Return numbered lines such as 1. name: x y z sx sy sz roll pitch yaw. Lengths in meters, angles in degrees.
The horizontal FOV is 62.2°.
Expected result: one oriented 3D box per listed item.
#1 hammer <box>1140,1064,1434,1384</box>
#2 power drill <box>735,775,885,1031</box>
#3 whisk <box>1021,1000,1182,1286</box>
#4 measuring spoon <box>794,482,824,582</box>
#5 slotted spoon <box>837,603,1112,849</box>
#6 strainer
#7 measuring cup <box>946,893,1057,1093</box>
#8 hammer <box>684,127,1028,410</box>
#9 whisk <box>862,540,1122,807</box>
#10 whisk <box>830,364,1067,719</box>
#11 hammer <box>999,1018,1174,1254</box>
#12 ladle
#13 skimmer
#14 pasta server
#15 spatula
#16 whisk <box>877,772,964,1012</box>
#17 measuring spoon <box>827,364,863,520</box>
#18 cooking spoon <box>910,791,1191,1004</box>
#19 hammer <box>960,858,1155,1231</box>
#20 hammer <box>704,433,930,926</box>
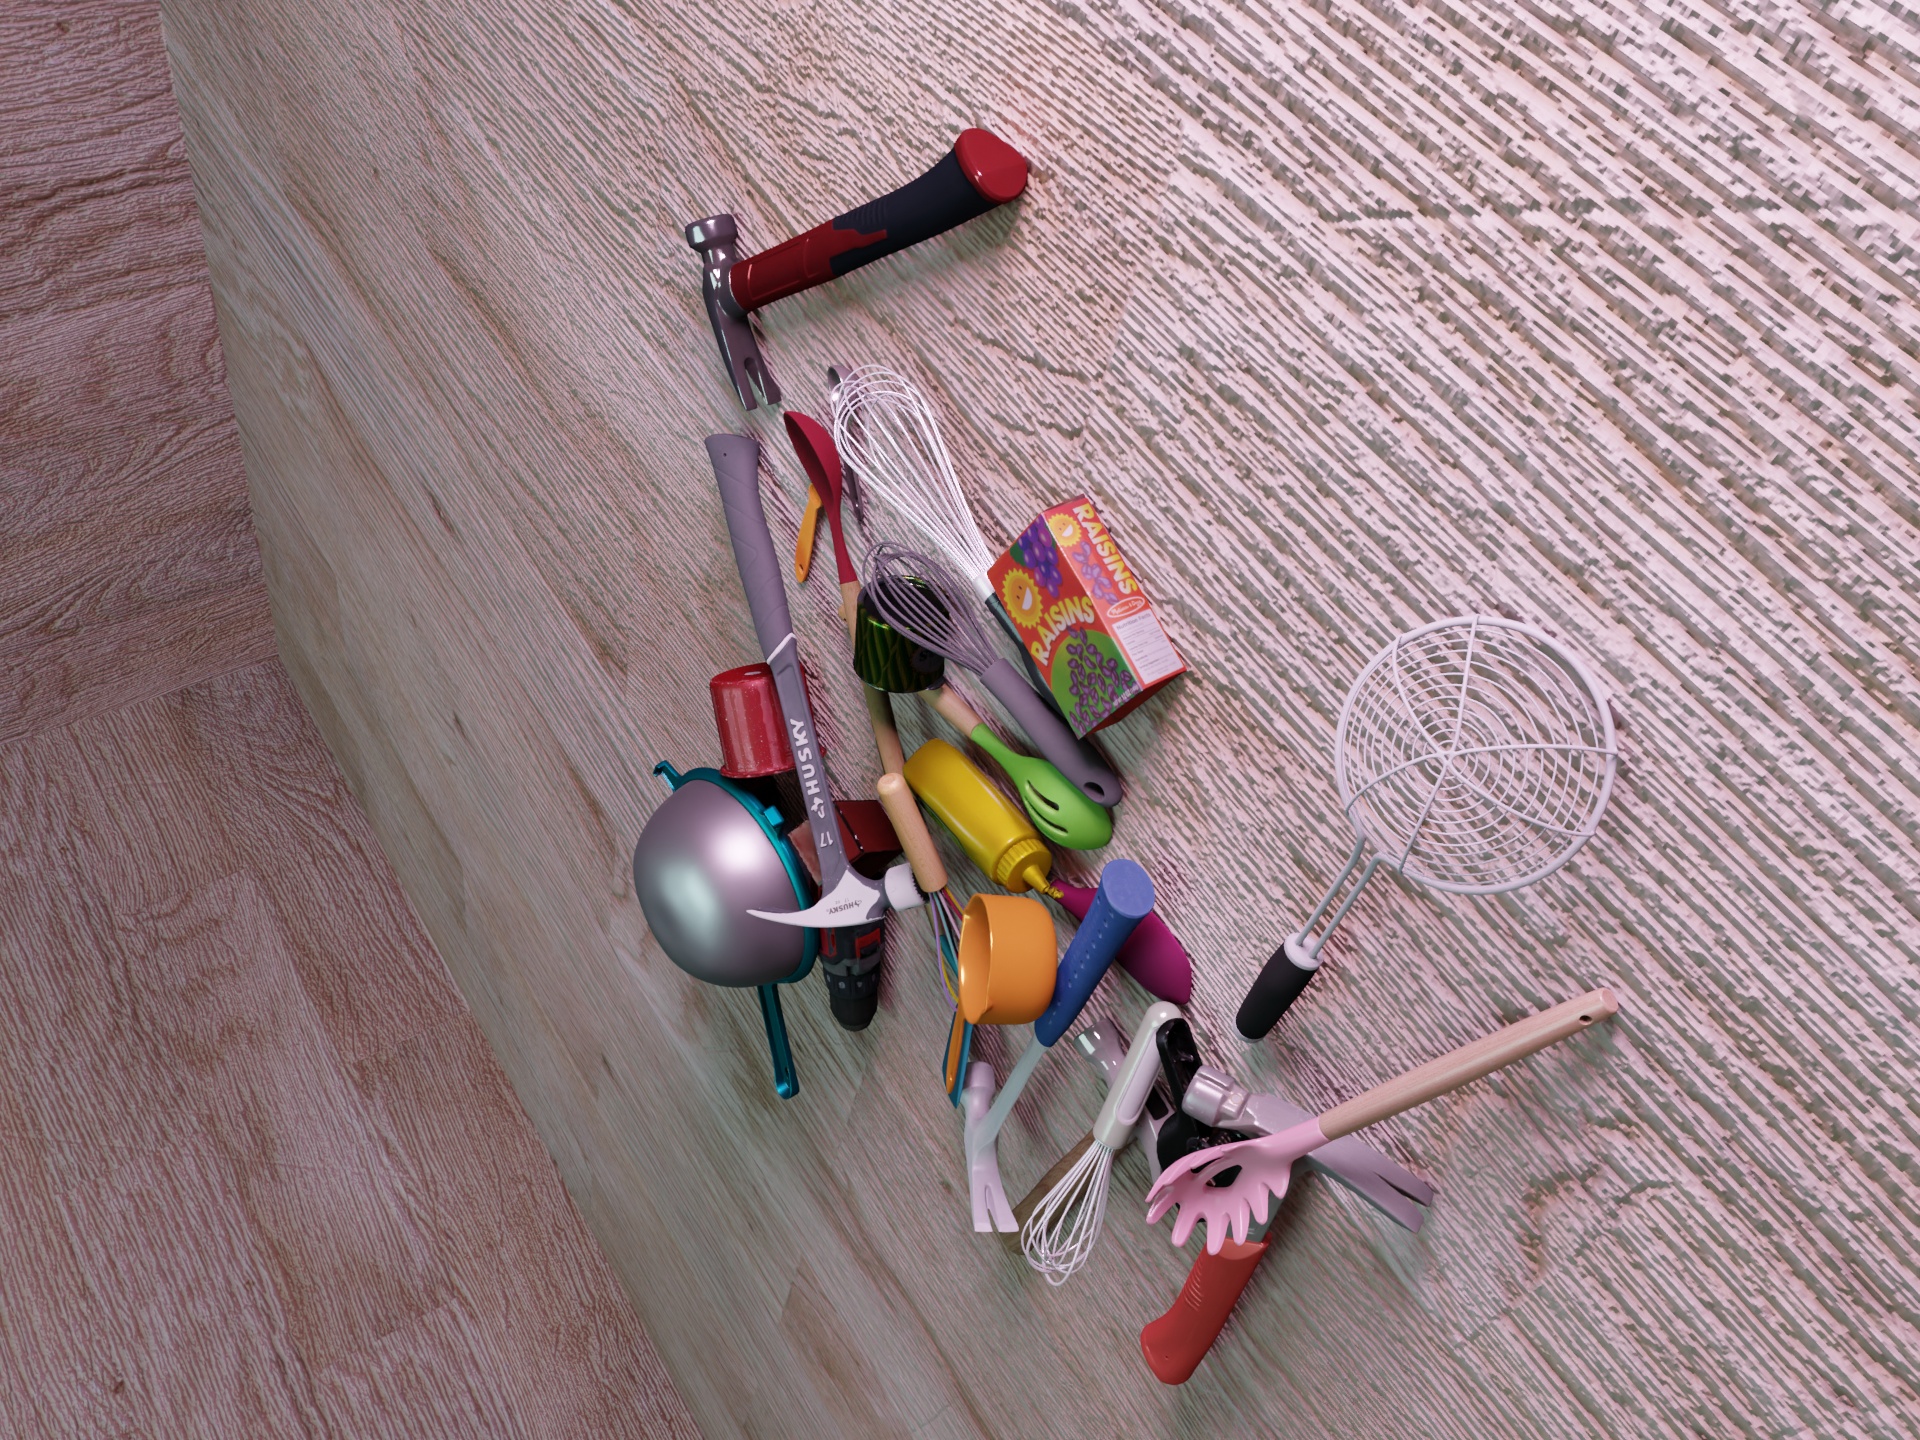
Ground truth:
1. hammer: 0.184 0.359 1.043 0.149 0.037 0.358 28 140 17
2. power drill: -0.148 0.163 1.446 0.227 0.080 0.187 33 136 40
3. whisk: 0.099 0.292 1.092 0.059 0.057 0.246 -111 36 -59
4. measuring spoon: -0.117 -0.147 1.253 0.021 0.011 0.116 60 154 24
5. slotted spoon: -0.002 -0.004 1.142 0.314 0.031 0.070 43 150 39
6. strainer: -0.214 0.212 1.417 0.211 0.095 0.340 17 124 47
7. measuring cup: 0.026 0.196 1.098 0.095 0.052 0.173 -104 21 -54
8. hammer: -0.074 -0.298 1.049 0.386 0.038 0.143 5 115 57
9. whisk: 0.020 -0.030 1.048 0.239 0.055 0.055 47 146 13
10. whisk: 0.002 -0.113 1.038 0.285 0.070 0.070 56 149 11
11. hammer: 0.090 0.352 1.229 0.130 0.031 0.331 55 149 22
12. ladle: -0.077 -0.077 1.180 0.069 0.031 0.315 -168 64 -76
13. skimmer: 0.219 0.084 0.840 0.127 0.090 0.363 50 157 22
14. pasta server: 0.214 0.213 0.846 0.060 0.040 0.316 41 132 -9
15. spatula: -0.032 0.150 1.276 0.082 0.044 0.317 -143 37 -80
16. whisk: -0.009 0.134 1.181 0.047 0.051 0.244 4 131 34
17. measuring spoon: -0.076 -0.199 1.147 0.034 0.018 0.124 51 155 48
18. cooking spoon: 0.051 0.108 1.139 0.319 0.017 0.068 33 136 43
19. hammer: 0.060 0.232 1.133 0.405 0.035 0.144 110 159 -49
20. hammer: -0.140 -0.035 1.254 0.149 0.036 0.409 -18 81 22
